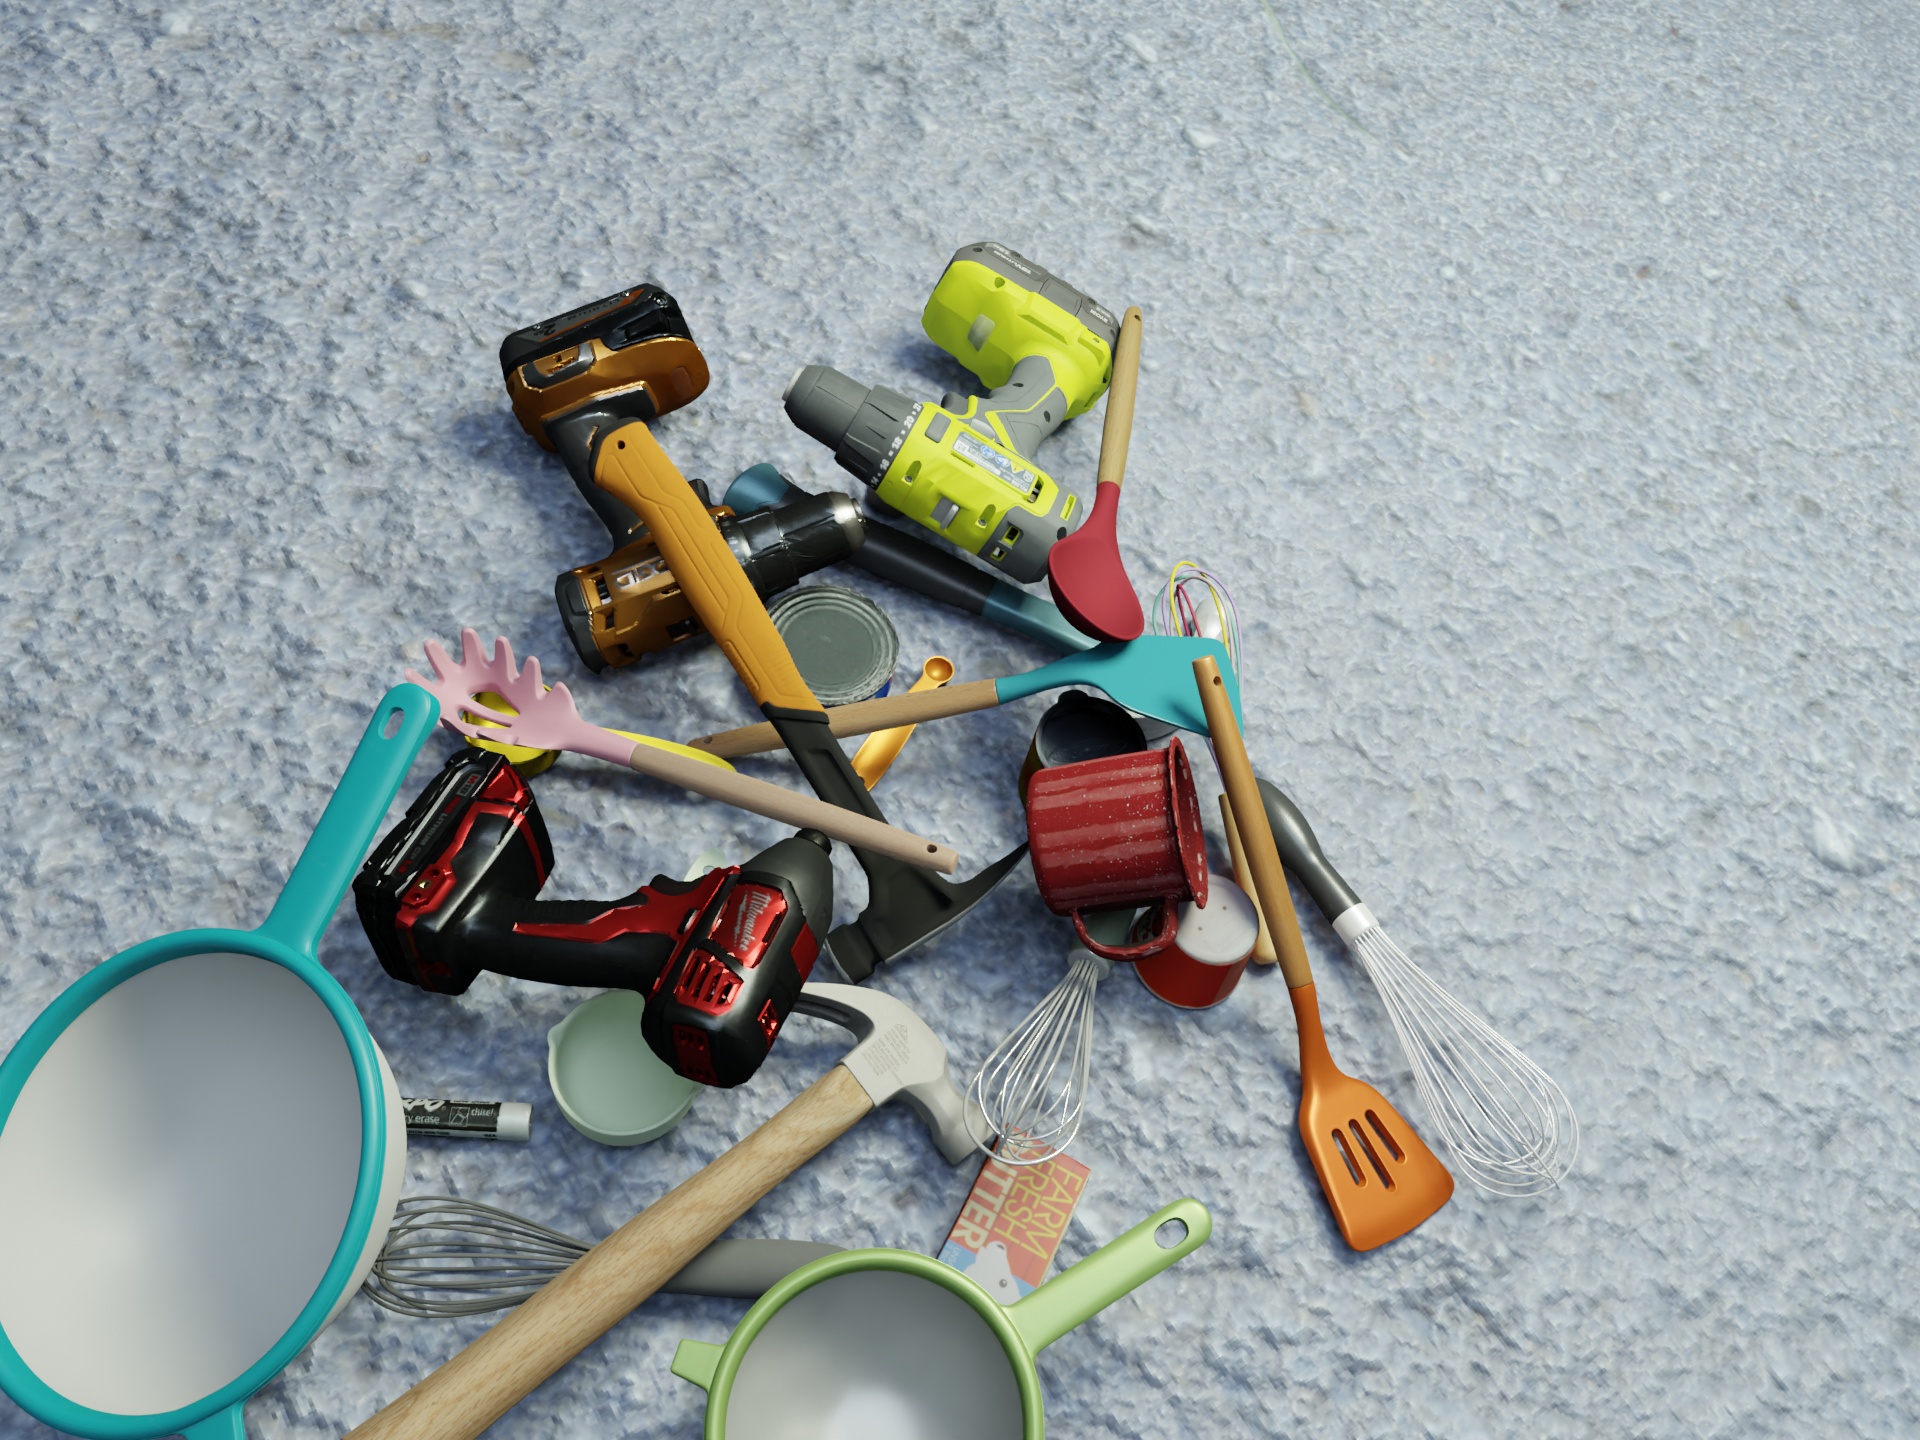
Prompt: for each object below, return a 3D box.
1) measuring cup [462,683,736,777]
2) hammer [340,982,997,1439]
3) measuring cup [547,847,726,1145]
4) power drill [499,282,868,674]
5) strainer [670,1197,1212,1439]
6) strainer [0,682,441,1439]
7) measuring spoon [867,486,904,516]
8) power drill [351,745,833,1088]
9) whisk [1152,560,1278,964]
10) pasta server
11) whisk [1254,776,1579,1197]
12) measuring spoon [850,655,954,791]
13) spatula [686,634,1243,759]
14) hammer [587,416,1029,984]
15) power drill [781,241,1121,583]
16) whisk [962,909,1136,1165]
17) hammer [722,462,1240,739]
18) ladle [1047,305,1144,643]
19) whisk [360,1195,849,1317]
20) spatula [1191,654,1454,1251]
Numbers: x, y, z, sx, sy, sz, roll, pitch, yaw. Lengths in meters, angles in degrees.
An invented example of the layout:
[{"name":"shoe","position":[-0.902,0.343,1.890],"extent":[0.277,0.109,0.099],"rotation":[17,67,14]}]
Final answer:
[{"name":"measuring cup","position":[-0.205,0.019,0.908],"extent":[0.156,0.029,0.062],"rotation":[14,58,-5]},{"name":"hammer","position":[-0.132,0.232,0.736],"extent":[0.331,0.031,0.130],"rotation":[-32,77,-38]},{"name":"measuring cup","position":[-0.158,0.143,0.835],"extent":[0.083,0.038,0.168],"rotation":[19,55,1]},{"name":"power drill","position":[-0.172,-0.155,0.968],"extent":[0.185,0.084,0.226],"rotation":[-21,66,-3]},{"name":"strainer","position":[0.006,0.300,0.740],"extent":[0.256,0.069,0.152],"rotation":[-27,67,-17]},{"name":"strainer","position":[-0.307,0.149,0.732],"extent":[0.211,0.095,0.340],"rotation":[17,74,20]},{"name":"measuring spoon","position":[-0.069,-0.185,1.061],"extent":[0.034,0.018,0.124],"rotation":[-27,67,-24]},{"name":"power drill","position":[-0.174,0.092,0.799],"extent":[0.220,0.078,0.143],"rotation":[13,47,16]},{"name":"whisk","position":[0.155,0.022,0.937],"extent":[0.051,0.047,0.245],"rotation":[-13,76,12]},{"name":"pasta server","position":[-0.150,0.023,0.848],"extent":[0.316,0.040,0.060],"rotation":[18,56,12]},{"name":"whisk","position":[0.244,0.141,0.901],"extent":[0.070,0.070,0.285],"rotation":[-23,61,-22]},{"name":"measuring spoon","position":[-0.039,0.006,0.958],"extent":[0.021,0.011,0.117],"rotation":[31,62,8]},{"name":"spatula","position":[-0.001,-0.003,0.909],"extent":[0.317,0.044,0.082],"rotation":[-10,48,8]},{"name":"hammer","position":[-0.097,-0.028,0.879],"extent":[0.127,0.034,0.337],"rotation":[-33,84,-1]},{"name":"power drill","position":[0.003,-0.208,1.016],"extent":[0.190,0.080,0.229],"rotation":[30,47,-7]},{"name":"whisk","position":[0.065,0.138,0.858],"extent":[0.059,0.057,0.246],"rotation":[19,45,12]},{"name":"hammer","position":[0.007,-0.084,1.006],"extent":[0.331,0.033,0.128],"rotation":[24,57,5]},{"name":"ladle","position":[0.093,-0.160,0.976],"extent":[0.069,0.031,0.316],"rotation":[31,46,-21]},{"name":"whisk","position":[-0.165,0.258,0.760],"extent":[0.239,0.055,0.055],"rotation":[6,58,-12]},{"name":"spatula","position":[0.183,0.119,0.857],"extent":[0.081,0.041,0.322],"rotation":[-18,92,-29]}]
